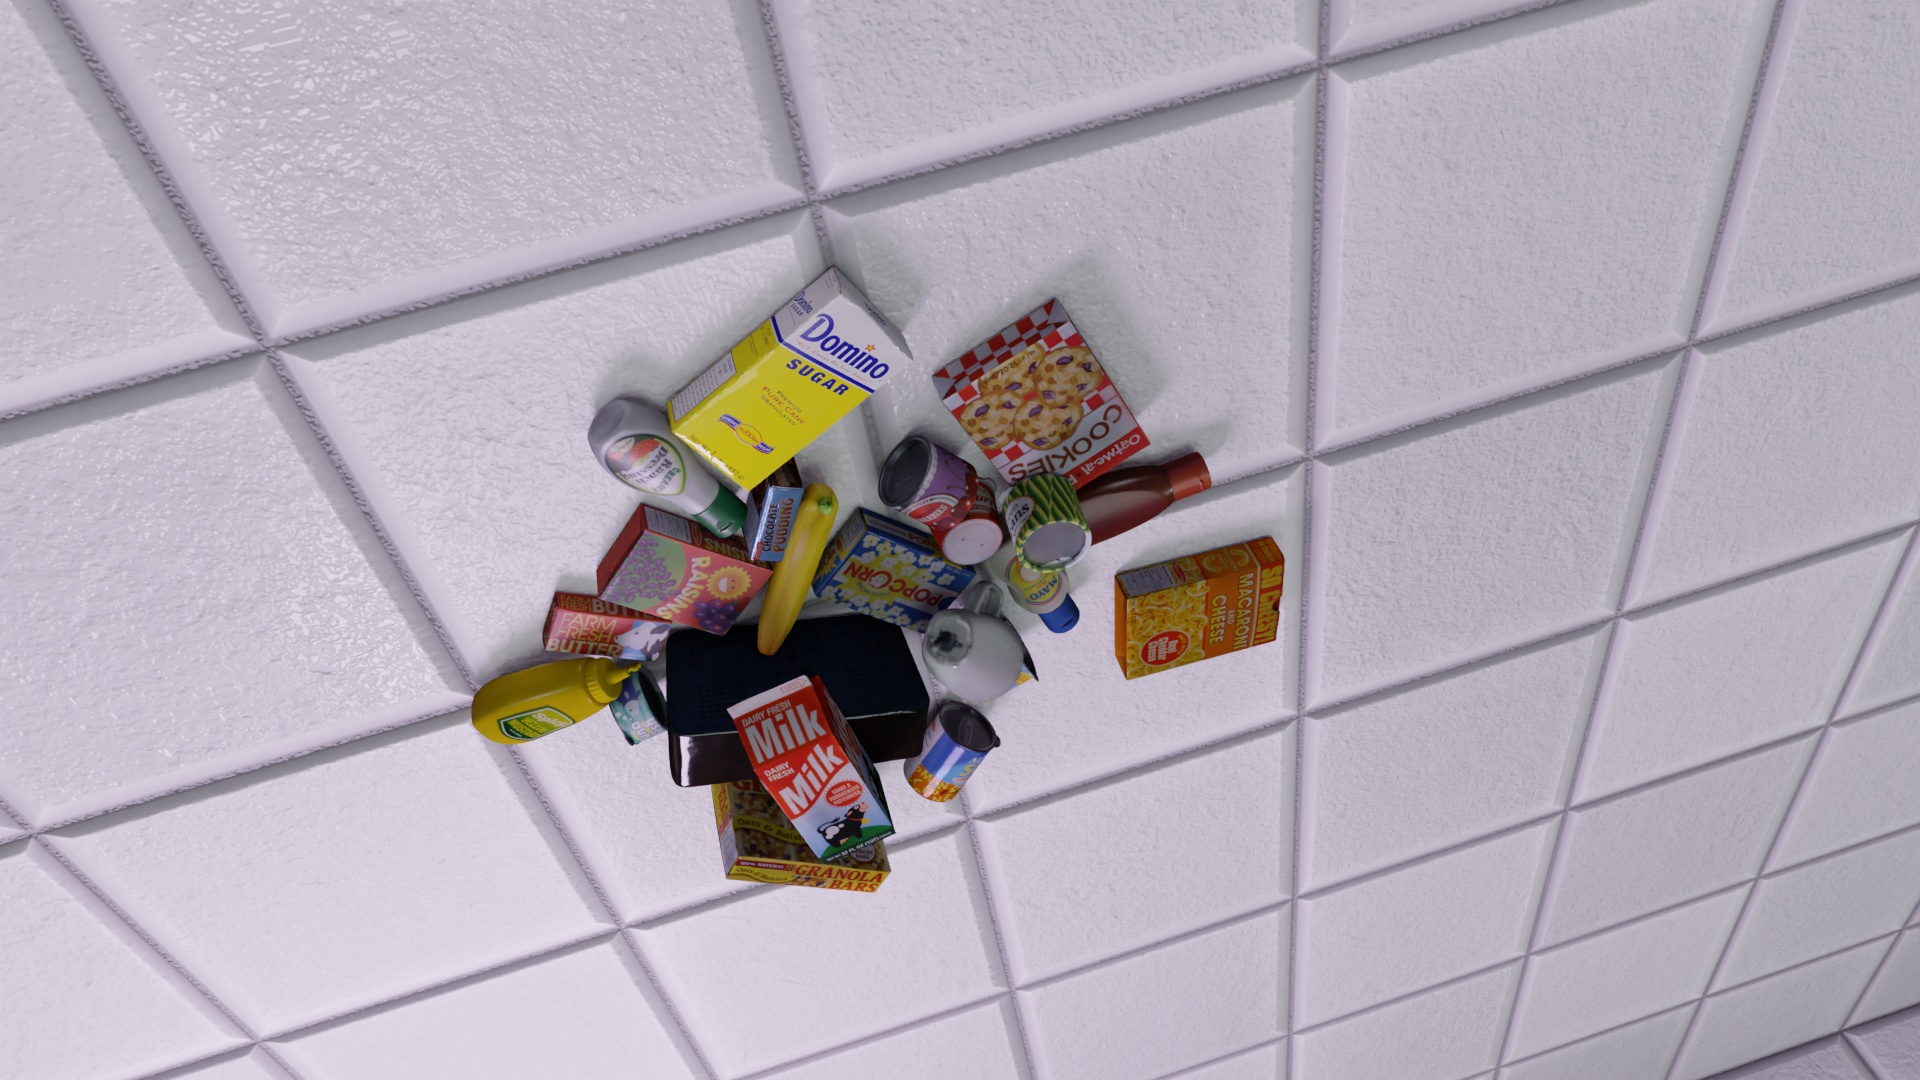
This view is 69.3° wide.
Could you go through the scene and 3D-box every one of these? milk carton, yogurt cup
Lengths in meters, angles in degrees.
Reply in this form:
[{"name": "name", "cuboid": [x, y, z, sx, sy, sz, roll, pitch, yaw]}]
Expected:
[{"name": "milk carton", "cuboid": [-0.125, 0.183, 1.166, 0.072, 0.074, 0.189, -25, 132, 1]}, {"name": "yogurt cup", "cuboid": [0.004, -0.015, 1.231, 0.072, 0.054, 0.072, -10, 133, -10]}]

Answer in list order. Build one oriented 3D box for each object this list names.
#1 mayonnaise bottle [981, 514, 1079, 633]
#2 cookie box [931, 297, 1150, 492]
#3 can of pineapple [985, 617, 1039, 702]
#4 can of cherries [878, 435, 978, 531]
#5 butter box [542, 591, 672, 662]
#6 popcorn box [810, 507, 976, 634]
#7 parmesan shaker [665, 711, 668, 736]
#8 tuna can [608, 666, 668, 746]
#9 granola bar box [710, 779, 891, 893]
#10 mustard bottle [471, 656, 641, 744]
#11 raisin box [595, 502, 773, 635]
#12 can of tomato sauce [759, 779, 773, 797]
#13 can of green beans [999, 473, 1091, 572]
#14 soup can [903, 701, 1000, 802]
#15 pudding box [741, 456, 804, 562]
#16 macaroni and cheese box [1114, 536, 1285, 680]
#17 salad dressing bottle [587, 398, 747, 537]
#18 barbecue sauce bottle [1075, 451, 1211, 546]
[{"name": "mayonnaise bottle", "cuboid": [0.069, 0.034, 1.305, 0.065, 0.041, 0.147, -38, 133, -1]}, {"name": "cookie box", "cuboid": [0.072, -0.109, 1.180, 0.123, 0.040, 0.167, -32, 134, 10]}, {"name": "can of pineapple", "cuboid": [0.035, 0.118, 1.350, 0.058, 0.071, 0.070, -29, 134, 8]}, {"name": "can of cherries", "cuboid": [-0.027, -0.046, 1.180, 0.058, 0.072, 0.071, 28, 117, -37]}, {"name": "butter box", "cuboid": [-0.310, 0.077, 1.221, 0.103, 0.024, 0.052, 10, 127, -27]}, {"name": "popcorn box", "cuboid": [-0.062, 0.029, 1.258, 0.126, 0.038, 0.085, 22, 119, -34]}, {"name": "parmesan shaker", "cuboid": [-0.222, 0.183, 1.315, 0.103, 0.071, 0.071, -11, 133, -10]}, {"name": "tuna can", "cuboid": [-0.292, 0.151, 1.262, 0.033, 0.071, 0.070, -25, 134, 1]}, {"name": "granola bar box", "cuboid": [-0.162, 0.287, 1.393, 0.166, 0.125, 0.039, 14, 125, -29]}, {"name": "mustard bottle", "cuboid": [-0.351, 0.135, 1.222, 0.160, 0.049, 0.065, -20, 144, 16]}, {"name": "raisin box", "cuboid": [-0.237, 0.027, 1.193, 0.123, 0.040, 0.085, 21, 120, -34]}, {"name": "can of tomato sauce", "cuboid": [-0.150, 0.215, 1.371, 0.071, 0.071, 0.083, 26, 118, -36]}, {"name": "can of green beans", "cuboid": [0.074, -0.014, 1.197, 0.071, 0.058, 0.071, -8, 135, -8]}, {"name": "soup can", "cuboid": [-0.009, 0.219, 1.426, 0.071, 0.071, 0.083, 14, 125, -30]}, {"name": "pudding box", "cuboid": [-0.158, -0.028, 1.164, 0.030, 0.050, 0.083, 3, 129, -24]}, {"name": "macaroni and cheese box", "cuboid": [0.240, 0.070, 1.401, 0.167, 0.040, 0.123, -14, 134, -7]}, {"name": "salad dressing bottle", "cuboid": [-0.232, -0.055, 1.118, 0.064, 0.044, 0.147, -35, 133, 14]}, {"name": "barbecue sauce bottle", "cuboid": [0.154, -0.039, 1.271, 0.149, 0.044, 0.064, -20, 134, -2]}]
